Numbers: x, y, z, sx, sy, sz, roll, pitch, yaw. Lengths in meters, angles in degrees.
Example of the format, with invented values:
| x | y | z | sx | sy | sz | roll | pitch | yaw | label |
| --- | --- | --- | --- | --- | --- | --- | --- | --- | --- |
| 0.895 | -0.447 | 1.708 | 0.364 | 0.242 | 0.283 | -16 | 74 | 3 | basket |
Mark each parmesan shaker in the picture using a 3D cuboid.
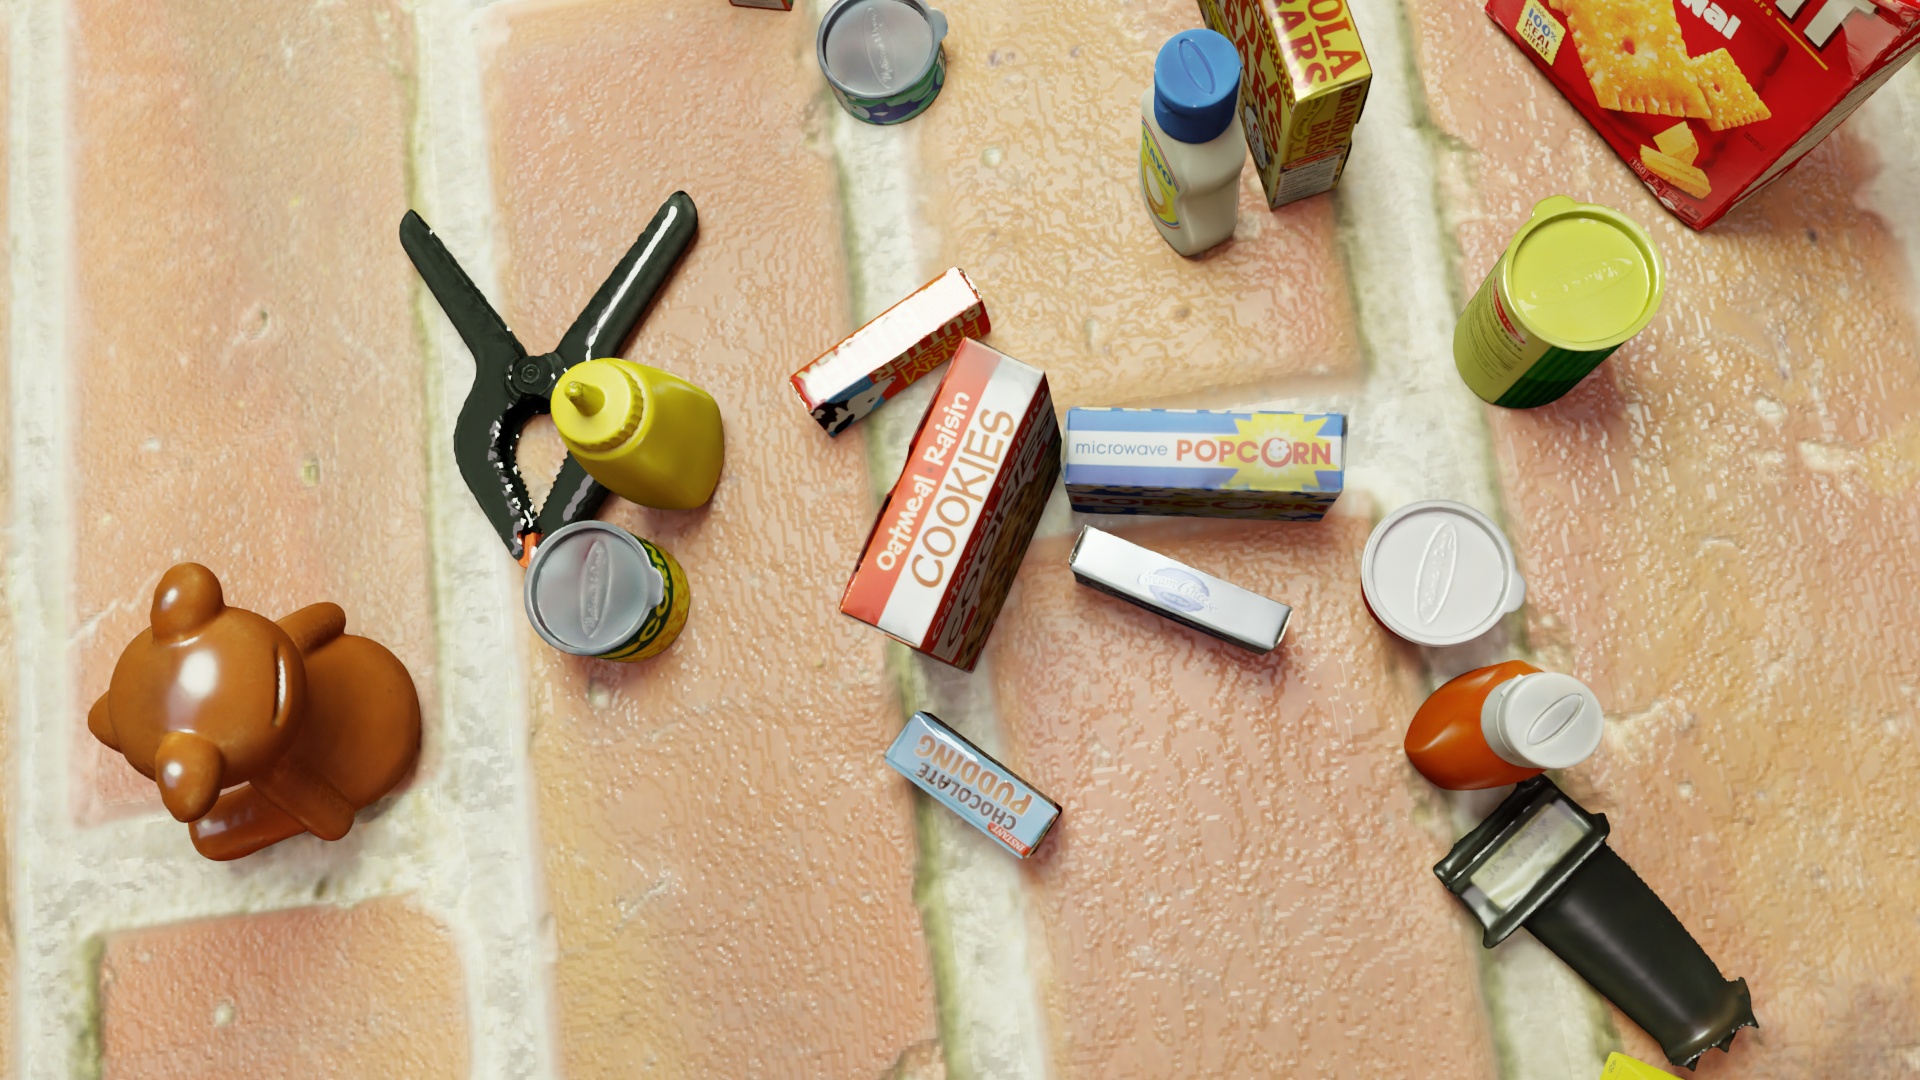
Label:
| x | y | z | sx | sy | sz | roll | pitch | yaw | label |
| --- | --- | --- | --- | --- | --- | --- | --- | --- | --- |
| 0.271 | -0.107 | 0.642 | 0.071 | 0.103 | 0.071 | -1 | 81 | 7 | parmesan shaker |

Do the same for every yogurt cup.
| x | y | z | sx | sy | sz | roll | pitch | yaw | label |
| --- | --- | --- | --- | --- | --- | --- | --- | --- | --- |
| 0.220 | 0.018 | 0.652 | 0.072 | 0.054 | 0.072 | -1 | 81 | 7 | yogurt cup |

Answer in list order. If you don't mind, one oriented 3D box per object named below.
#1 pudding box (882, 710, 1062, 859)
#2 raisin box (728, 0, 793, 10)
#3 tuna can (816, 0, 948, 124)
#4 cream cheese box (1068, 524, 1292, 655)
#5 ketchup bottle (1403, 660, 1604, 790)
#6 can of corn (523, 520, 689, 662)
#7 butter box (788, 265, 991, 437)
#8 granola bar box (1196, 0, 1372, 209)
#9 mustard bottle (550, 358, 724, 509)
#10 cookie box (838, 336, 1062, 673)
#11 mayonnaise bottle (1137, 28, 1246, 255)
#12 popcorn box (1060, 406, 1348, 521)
| x | y | z | sx | sy | sz | roll | pitch | yaw | label |
| --- | --- | --- | --- | --- | --- | --- | --- | --- | --- |
| 0.007 | 0.117 | 0.666 | 0.084 | 0.049 | 0.030 | 34 | 87 | 11 | pudding box |
| -0.113 | -0.348 | 0.722 | 0.040 | 0.123 | 0.086 | 11 | 83 | 9 | raisin box |
| -0.039 | -0.260 | 0.744 | 0.071 | 0.033 | 0.071 | -1 | 80 | 7 | tuna can |
| 0.104 | 0.025 | 0.666 | 0.104 | 0.053 | 0.024 | 22 | 85 | 10 | cream cheese box |
| 0.231 | 0.078 | 0.592 | 0.065 | 0.148 | 0.043 | -43 | 78 | -1 | ketchup bottle |
| -0.174 | 0.027 | 0.700 | 0.071 | 0.058 | 0.071 | -1 | 81 | 7 | can of corn |
| -0.034 | -0.095 | 0.705 | 0.103 | 0.053 | 0.024 | -34 | 78 | 1 | butter box |
| 0.148 | -0.263 | 0.673 | 0.039 | 0.124 | 0.166 | -17 | 79 | 5 | granola bar box |
| -0.156 | -0.055 | 0.659 | 0.049 | 0.160 | 0.065 | 6 | 82 | 9 | mustard bottle |
| 0.002 | -0.008 | 0.627 | 0.040 | 0.167 | 0.123 | 23 | 85 | 10 | cookie box |
| 0.108 | -0.188 | 0.653 | 0.041 | 0.148 | 0.065 | -25 | 79 | 3 | mayonnaise bottle |
| 0.113 | -0.035 | 0.659 | 0.127 | 0.085 | 0.038 | 2 | 81 | 8 | popcorn box |
